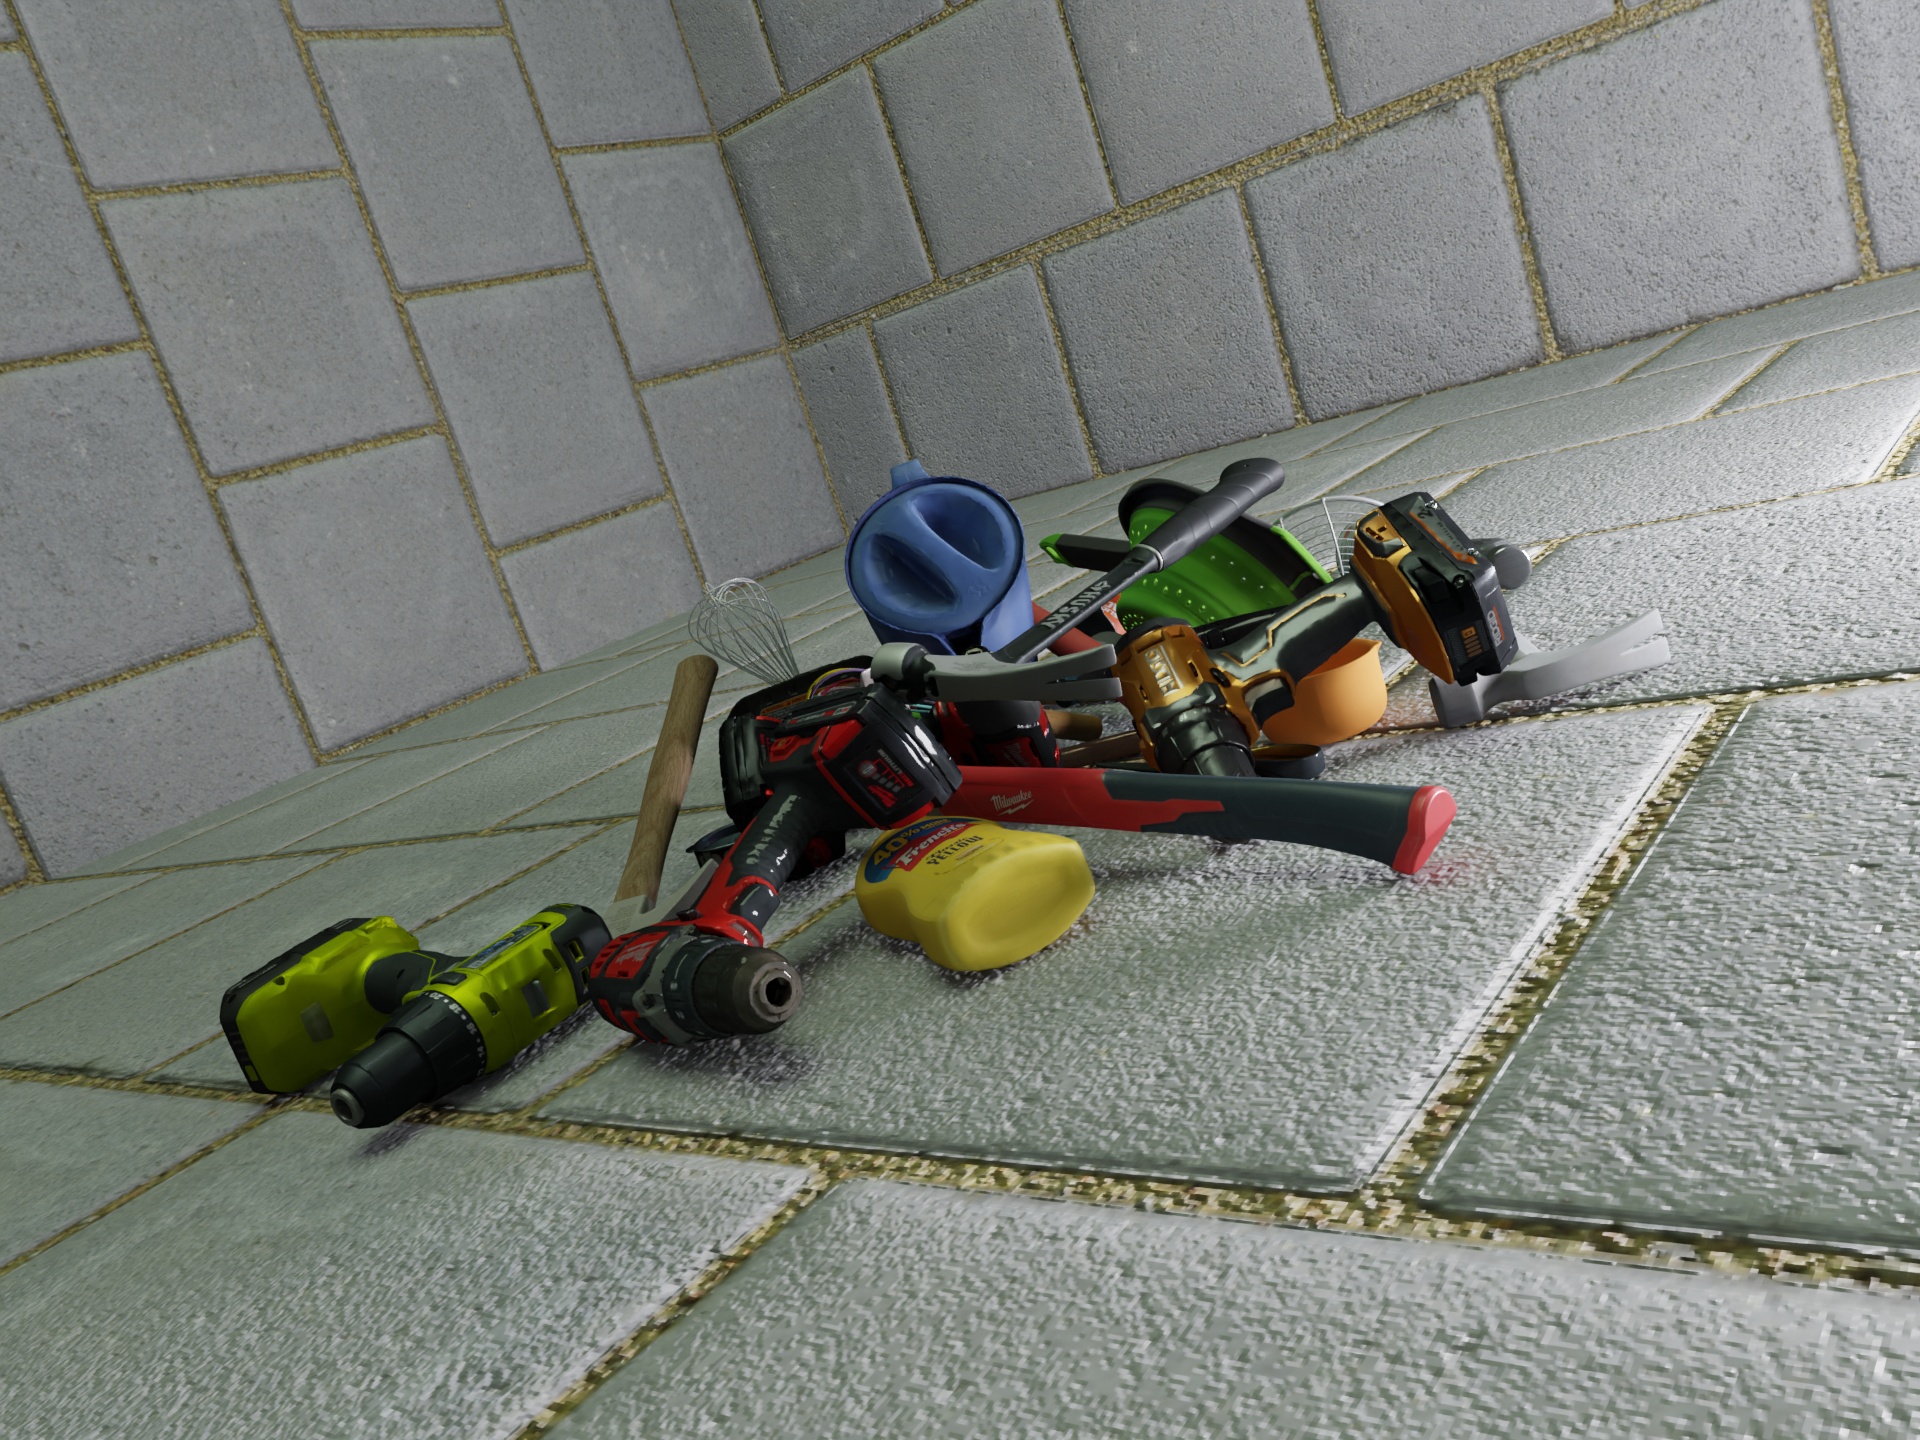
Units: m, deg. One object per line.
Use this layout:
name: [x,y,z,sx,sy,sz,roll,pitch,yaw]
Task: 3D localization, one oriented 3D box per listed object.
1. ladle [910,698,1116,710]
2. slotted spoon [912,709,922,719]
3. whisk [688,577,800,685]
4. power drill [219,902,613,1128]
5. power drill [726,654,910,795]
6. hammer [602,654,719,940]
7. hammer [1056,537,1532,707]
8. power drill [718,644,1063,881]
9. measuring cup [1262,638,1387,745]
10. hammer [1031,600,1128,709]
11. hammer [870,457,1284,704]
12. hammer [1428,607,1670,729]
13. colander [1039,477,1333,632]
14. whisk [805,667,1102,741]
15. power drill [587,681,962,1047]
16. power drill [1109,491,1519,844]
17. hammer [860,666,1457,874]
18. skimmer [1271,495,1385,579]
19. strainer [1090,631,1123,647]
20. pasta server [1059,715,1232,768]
ladle: [0.064,-0.023,1.419,0.315,0.031,0.069,-3,20,47]
slotted spoon: [-0.058,0.000,1.470,0.314,0.070,0.031,-14,-32,39]
whisk: [-0.151,-0.036,1.366,0.070,0.070,0.284,-15,-32,14]
power drill: [-0.349,0.182,0.978,0.228,0.080,0.190,-7,18,36]
power drill: [-0.118,0.018,1.292,0.171,0.080,0.223,-20,-6,-6]
hammer: [-0.216,0.056,1.164,0.130,0.031,0.332,-16,35,14]
hammer: [0.221,-0.069,1.122,0.331,0.033,0.128,-17,9,6]
power drill: [-0.047,0.024,1.093,0.219,0.143,0.079,-18,50,6]
measuring cup: [0.244,-0.026,1.095,0.095,0.052,0.174,-16,10,13]
hammer: [0.071,-0.083,1.331,0.037,0.149,0.359,-33,31,-11]
hammer: [0.117,-0.100,1.029,0.149,0.036,0.409,4,26,35]
hammer: [0.382,-0.075,1.147,0.144,0.035,0.405,-16,12,11]
colander: [0.155,-0.105,1.338,0.094,0.204,0.397,-53,27,-10]
whisk: [-0.002,-0.002,1.182,0.244,0.047,0.051,6,-19,-27]
power drill: [-0.096,0.085,0.881,0.188,0.080,0.227,-11,35,56]
power drill: [0.211,-0.028,0.950,0.226,0.084,0.186,-26,36,7]
hammer: [0.090,0.031,0.892,0.386,0.143,0.038,0,21,46]
skimmer: [0.274,-0.131,1.403,0.127,0.090,0.363,19,-2,-12]
strainer: [0.094,-0.049,1.454,0.086,0.050,0.258,-1,-3,-32]
pasta server: [0.074,0.021,1.169,0.316,0.040,0.060,-14,-1,15]
